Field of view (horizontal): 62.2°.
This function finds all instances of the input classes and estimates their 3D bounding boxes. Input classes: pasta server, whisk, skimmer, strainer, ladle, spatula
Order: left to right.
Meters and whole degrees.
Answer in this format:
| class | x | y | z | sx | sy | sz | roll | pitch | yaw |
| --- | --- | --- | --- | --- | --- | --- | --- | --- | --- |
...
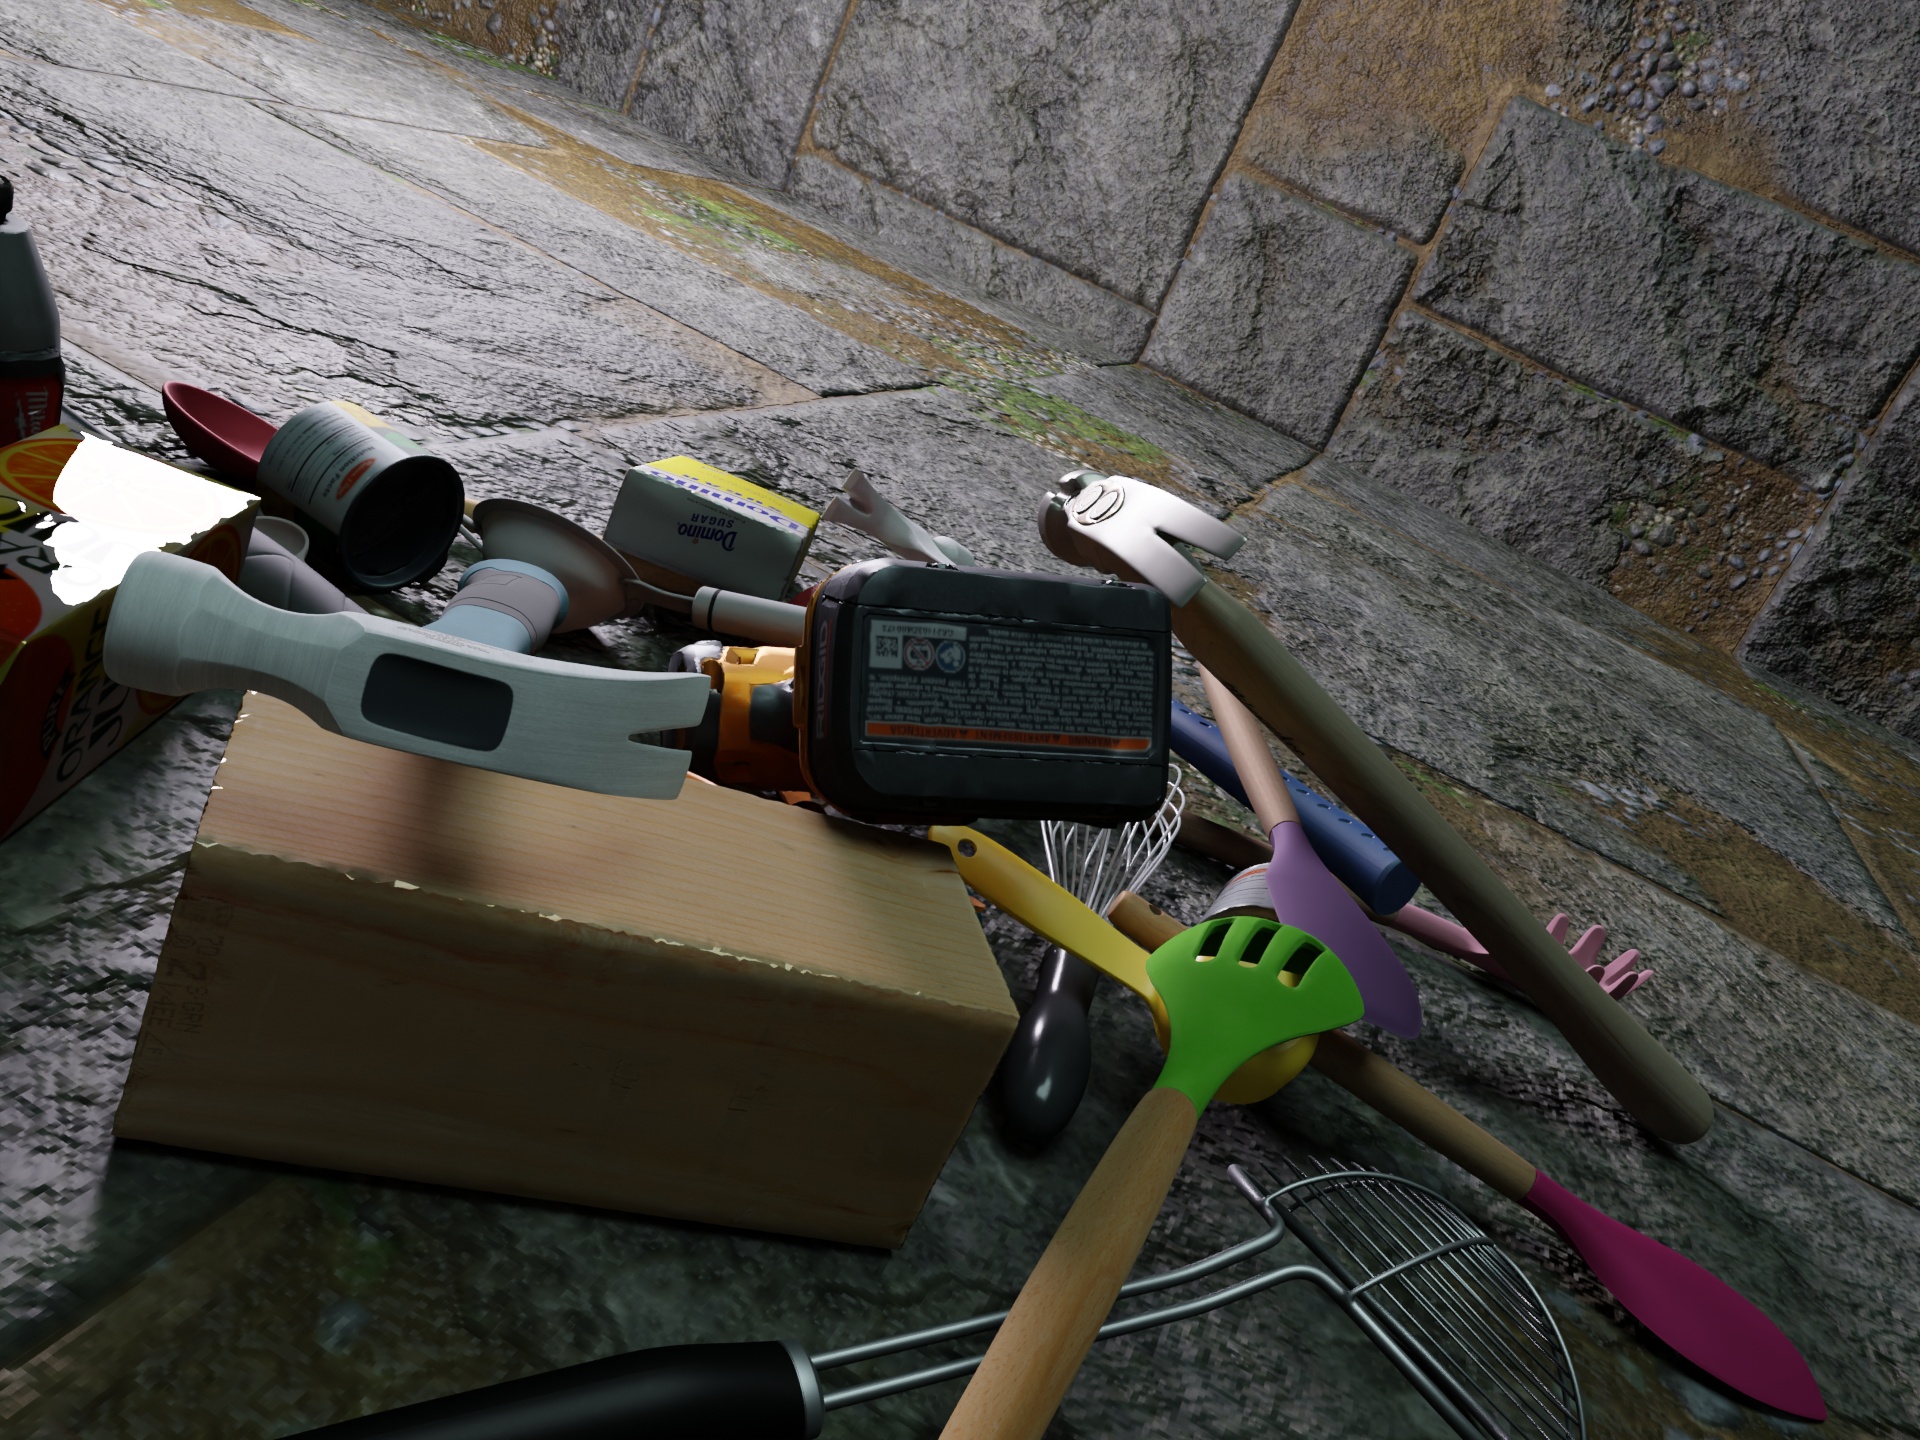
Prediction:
| class | x | y | z | sx | sy | sz | roll | pitch | yaw |
| --- | --- | --- | --- | --- | --- | --- | --- | --- | --- |
| ladle | -0.232 | -0.100 | 0.794 | 0.315 | 0.031 | 0.069 | 16 | 20 | -26 |
| strainer | -0.121 | -0.051 | 0.711 | 0.258 | 0.086 | 0.050 | 12 | 63 | 8 |
| skimmer | 0.011 | 0.175 | 0.393 | 0.363 | 0.090 | 0.127 | 0 | 25 | -29 |
| whisk | 0.049 | 0.079 | 0.642 | 0.070 | 0.070 | 0.285 | 25 | 26 | 1 |
| spatula | 0.137 | 0.038 | 0.685 | 0.059 | 0.018 | 0.316 | 25 | 22 | -14 |
| pasta server | 0.200 | 0.082 | 0.815 | 0.316 | 0.040 | 0.060 | 22 | 19 | -4 |

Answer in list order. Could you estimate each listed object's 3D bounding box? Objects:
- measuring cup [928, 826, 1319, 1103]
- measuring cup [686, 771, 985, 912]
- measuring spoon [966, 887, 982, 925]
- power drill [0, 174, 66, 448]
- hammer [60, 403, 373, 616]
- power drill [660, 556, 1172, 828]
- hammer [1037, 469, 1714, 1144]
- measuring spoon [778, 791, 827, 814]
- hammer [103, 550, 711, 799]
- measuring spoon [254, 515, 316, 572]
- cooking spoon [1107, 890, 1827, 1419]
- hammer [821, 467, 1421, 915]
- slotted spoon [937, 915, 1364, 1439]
| class | x | y | z | sx | sy | sz | roll | pitch | yaw |
| --- | --- | --- | --- | --- | --- | --- | --- | --- | --- |
| measuring cup | 0.058 | 0.076 | 0.558 | 0.156 | 0.029 | 0.062 | 33 | 53 | -2 |
| measuring cup | -0.081 | 0.054 | 0.521 | 0.173 | 0.052 | 0.095 | 19 | 6 | -1 |
| measuring spoon | -0.035 | 0.073 | 0.595 | 0.042 | 0.021 | 0.128 | 38 | 23 | 32 |
| power drill | -0.361 | -0.091 | 0.467 | 0.078 | 0.143 | 0.220 | 25 | 23 | 7 |
| hammer | -0.344 | -0.101 | 0.631 | 0.409 | 0.036 | 0.149 | 33 | 38 | 15 |
| power drill | -0.001 | -0.002 | 0.592 | 0.185 | 0.084 | 0.226 | 4 | -5 | -22 |
| hammer | 0.194 | 0.053 | 0.649 | 0.410 | 0.038 | 0.146 | 43 | 2 | -20 |
| measuring spoon | -0.077 | 0.016 | 0.702 | 0.021 | 0.011 | 0.117 | 15 | 23 | -25 |
| hammer | -0.150 | -0.028 | 0.499 | 0.128 | 0.033 | 0.331 | 16 | 5 | -14 |
| measuring spoon | -0.260 | -0.042 | 0.644 | 0.034 | 0.018 | 0.124 | -24 | 57 | -41 |
| cooking spoon | 0.189 | 0.158 | 0.592 | 0.319 | 0.017 | 0.069 | 34 | 21 | 1 |
| hammer | 0.075 | -0.024 | 0.860 | 0.406 | 0.035 | 0.144 | 38 | 6 | 37 |
| slotted spoon | 0.049 | 0.113 | 0.408 | 0.070 | 0.031 | 0.314 | 13 | 20 | 20 |
